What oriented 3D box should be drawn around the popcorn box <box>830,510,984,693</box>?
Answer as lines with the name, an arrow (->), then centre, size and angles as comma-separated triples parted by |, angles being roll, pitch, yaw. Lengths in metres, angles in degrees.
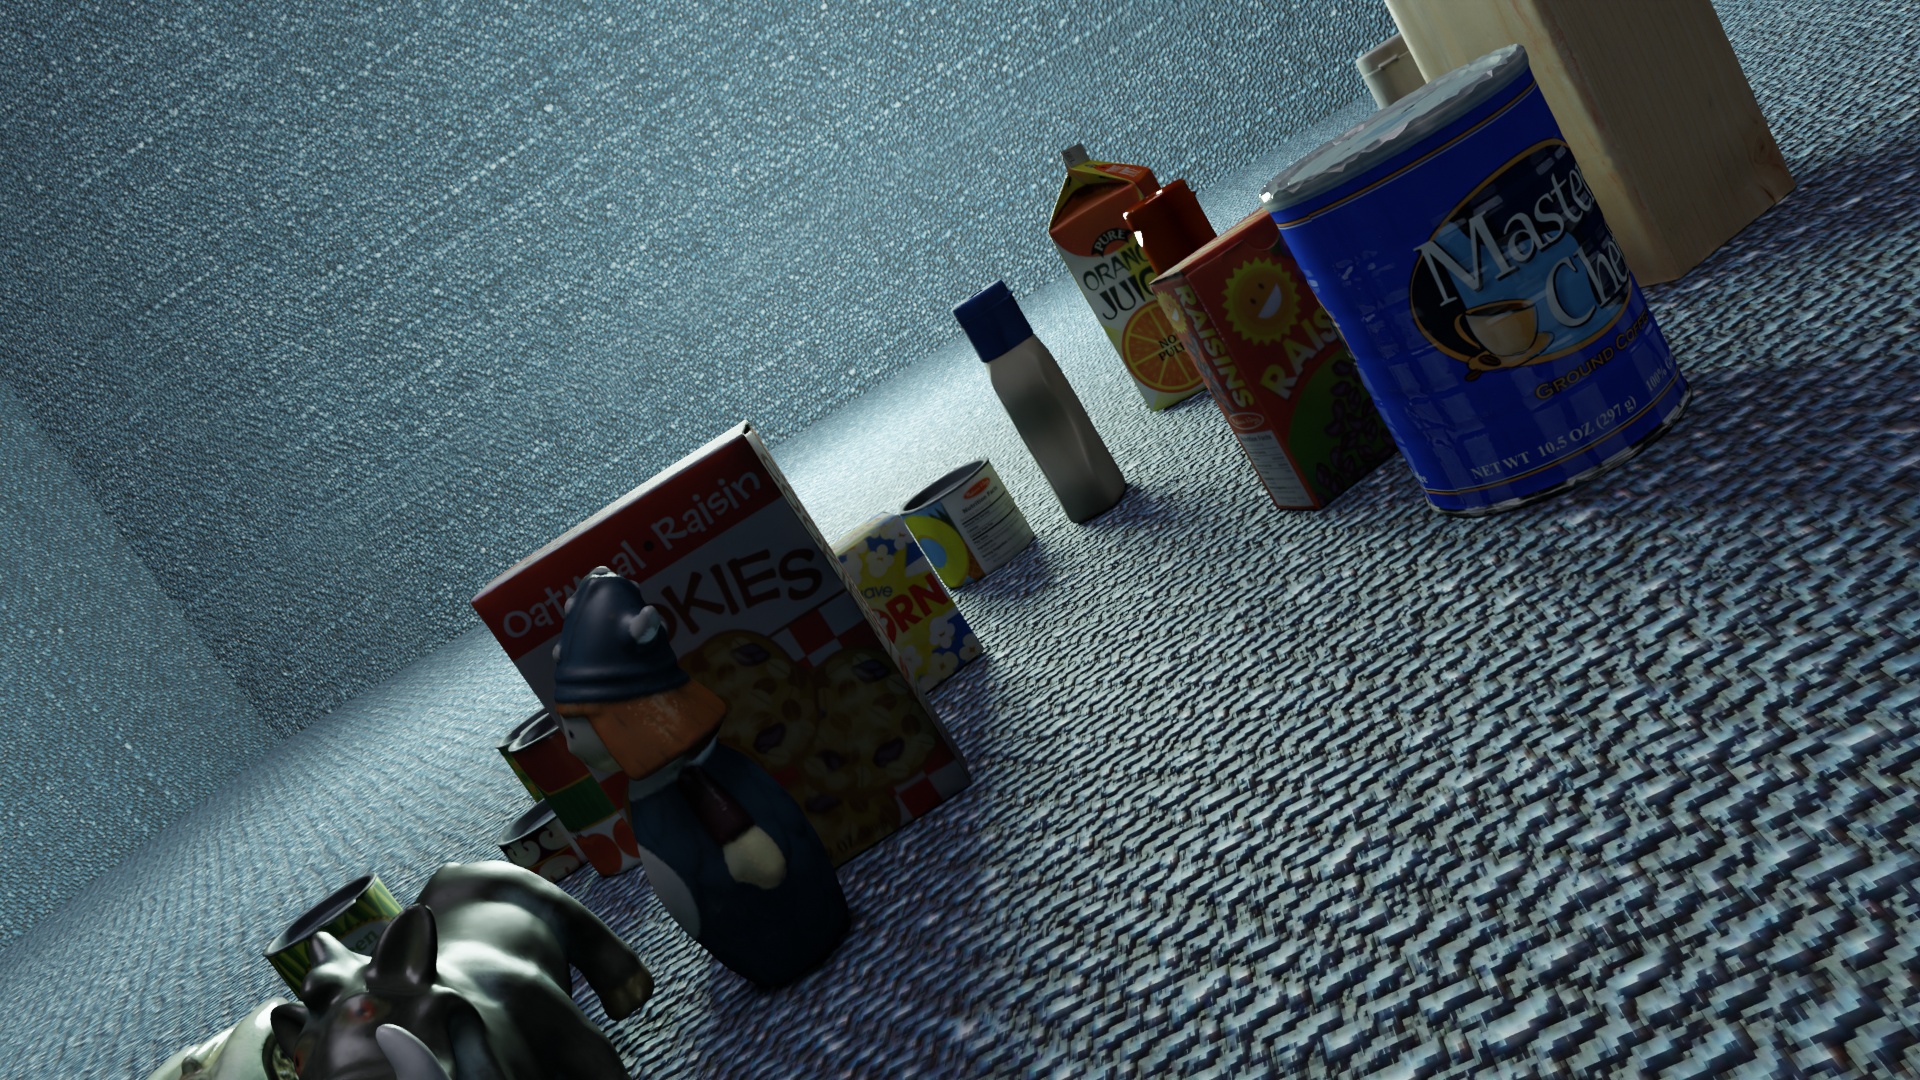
popcorn box -> -0.063, 0.054, 0.695 | 0.127, 0.085, 0.038 | -35, 11, -15

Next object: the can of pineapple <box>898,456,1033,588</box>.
can of pineapple -> 0.003, -0.011, 0.869 | 0.071, 0.057, 0.071 | -31, 11, 7

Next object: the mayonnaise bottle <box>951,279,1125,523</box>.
mayonnaise bottle -> 0.047, -0.084, 0.836 | 0.041, 0.148, 0.065 | -29, 11, 17

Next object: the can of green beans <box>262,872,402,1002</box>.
can of green beans -> -0.327, 0.222, 0.745 | 0.071, 0.057, 0.071 | -31, 11, 7

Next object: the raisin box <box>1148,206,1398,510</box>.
raisin box -> 0.153, -0.087, 0.627 | 0.086, 0.123, 0.040 | -35, 11, -15

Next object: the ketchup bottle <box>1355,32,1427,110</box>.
ketchup bottle -> 0.280, -0.222, 0.805 | 0.064, 0.148, 0.044 | -26, 12, 30

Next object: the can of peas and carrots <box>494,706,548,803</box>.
can of peas and carrots -> -0.264, 0.141, 0.925 | 0.071, 0.058, 0.071 | -31, 11, 7

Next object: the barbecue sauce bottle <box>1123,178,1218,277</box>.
barbecue sauce bottle -> 0.139, -0.118, 0.734 | 0.043, 0.148, 0.065 | -32, 11, 1

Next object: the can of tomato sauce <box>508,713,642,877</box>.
can of tomato sauce -> -0.186, 0.124, 0.728 | 0.071, 0.083, 0.071 | -31, 11, 7

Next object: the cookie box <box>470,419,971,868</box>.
cookie box -> -0.092, 0.056, 0.552 | 0.123, 0.167, 0.040 | -32, 11, 0

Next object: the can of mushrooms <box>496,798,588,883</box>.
can of mushrooms -> -0.227, 0.165, 0.789 | 0.071, 0.033, 0.071 | -31, 11, 7

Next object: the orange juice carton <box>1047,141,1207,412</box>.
orange juice carton -> 0.127, -0.196, 0.991 | 0.073, 0.192, 0.072 | -27, 12, 26
